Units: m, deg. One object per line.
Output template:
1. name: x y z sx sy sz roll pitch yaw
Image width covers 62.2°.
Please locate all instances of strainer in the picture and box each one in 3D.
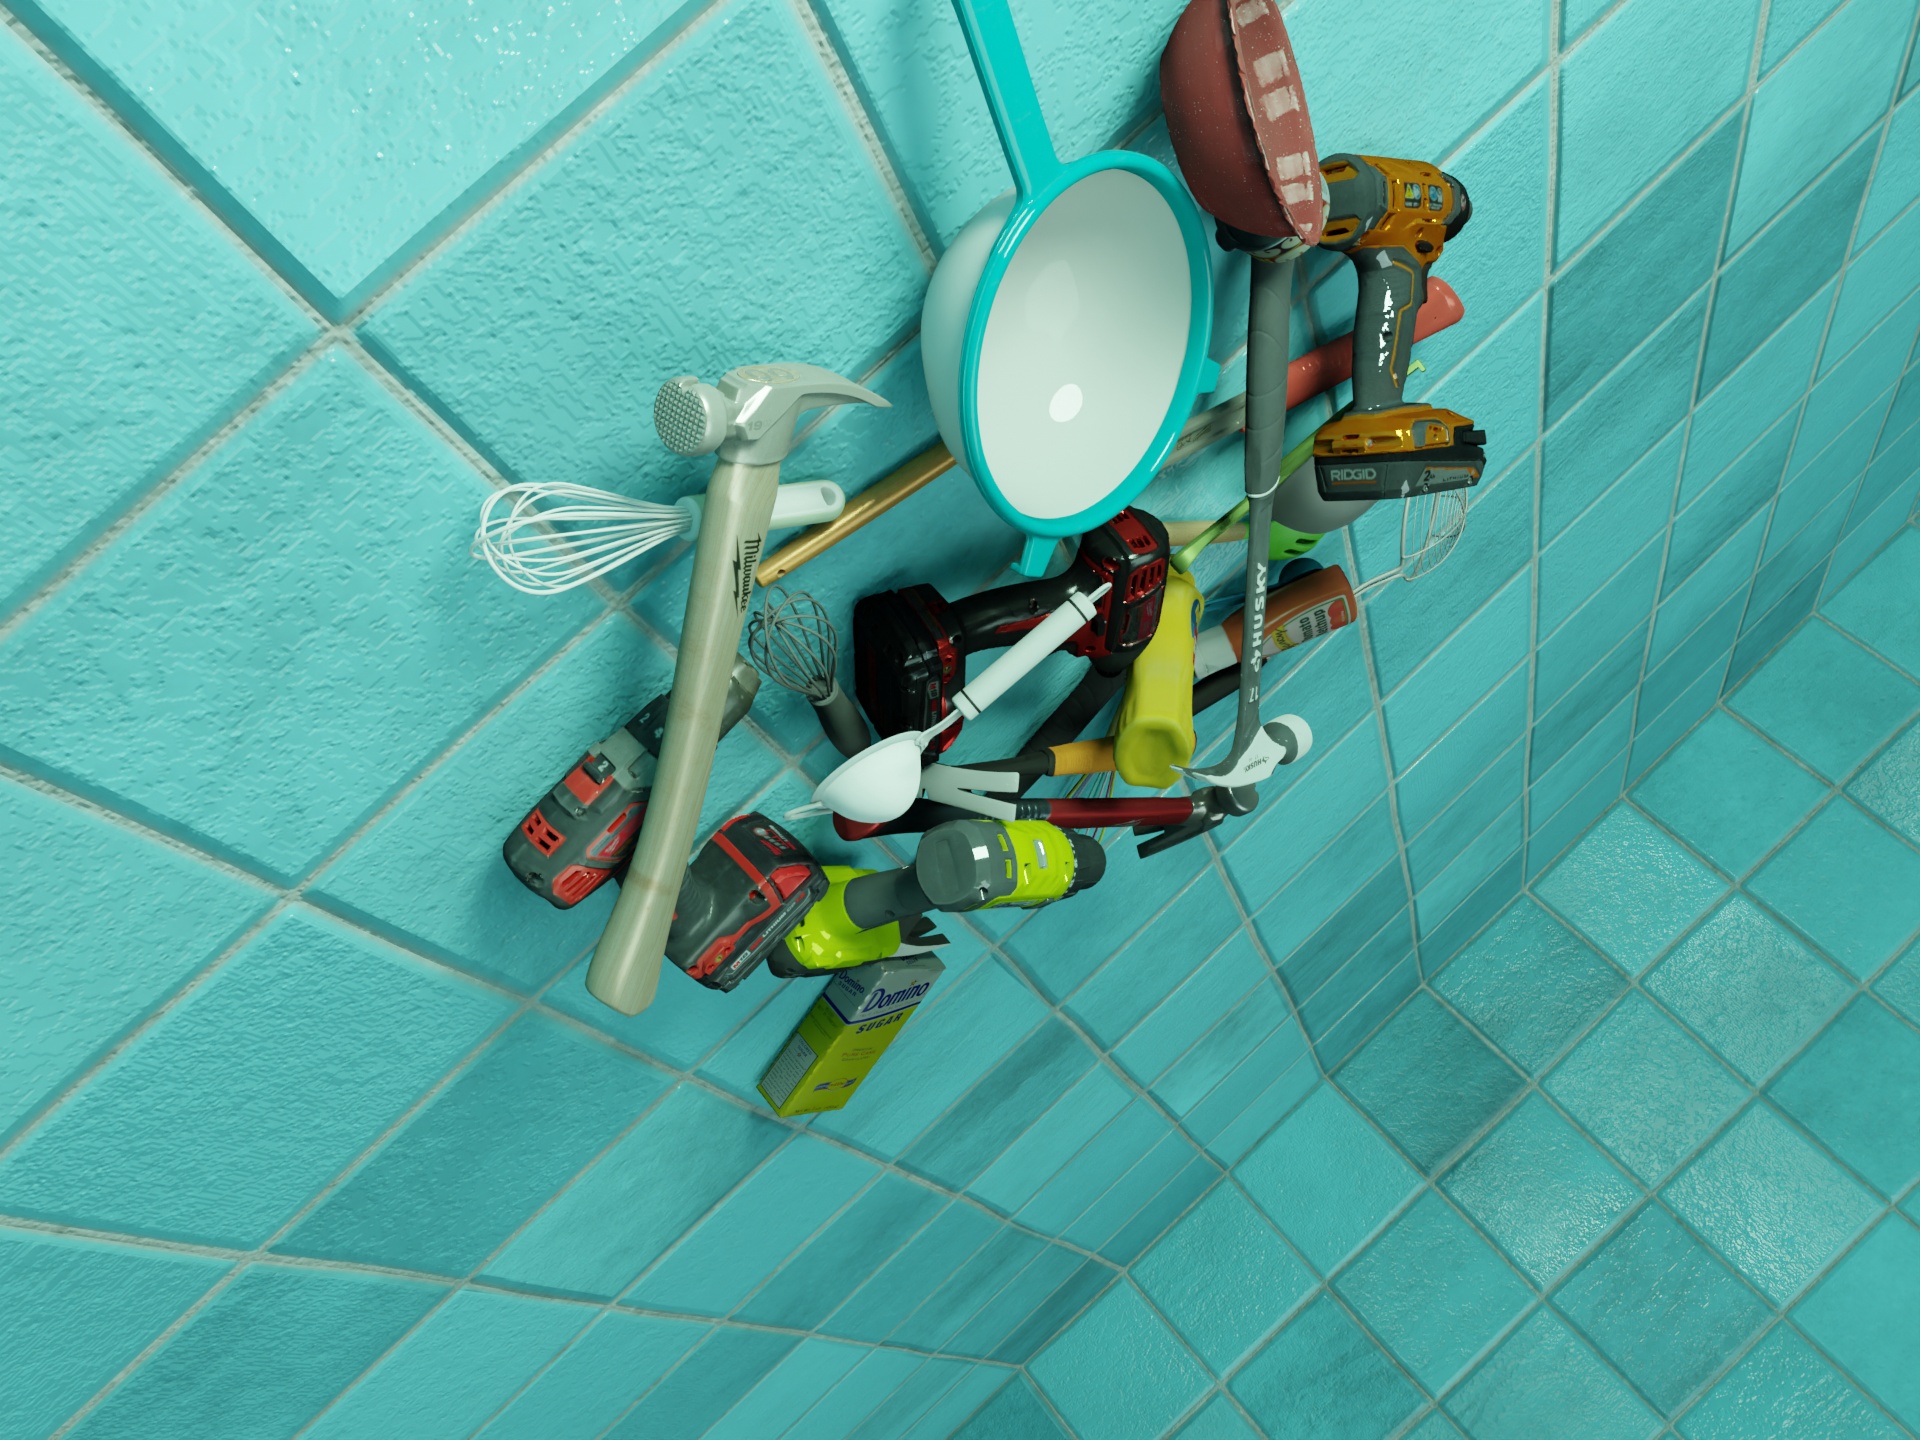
1. strainer: 0.025 -0.257 0.853 0.211 0.095 0.340 -48 138 -21
2. strainer: -0.002 -0.003 1.017 0.258 0.050 0.086 -40 163 1
3. strainer: 0.258 -0.163 1.198 0.256 0.069 0.151 -38 175 -28

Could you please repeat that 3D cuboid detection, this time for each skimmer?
1. skimmer: 0.310 -0.115 1.441 0.363 0.090 0.127 -34 147 2

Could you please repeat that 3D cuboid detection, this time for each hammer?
1. hammer: -0.144 -0.003 0.901 0.146 0.038 0.410 -20 136 -51
2. hammer: 0.034 0.068 1.324 0.335 0.035 0.146 -49 150 8
3. hammer: 0.204 -0.144 1.099 0.149 0.036 0.408 -22 119 -45
4. hammer: 0.243 -0.239 1.180 0.359 0.037 0.149 -30 140 -26
5. hammer: 0.088 0.030 1.220 0.336 0.127 0.034 -7 104 -50
6. hammer: 0.058 0.080 1.271 0.386 0.038 0.143 2 158 -38

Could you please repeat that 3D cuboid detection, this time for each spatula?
1. spatula: 0.010 -0.170 0.984 0.322 0.041 0.080 -35 144 -13

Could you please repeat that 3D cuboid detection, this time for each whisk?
1. whisk: -0.091 -0.022 1.038 0.055 0.055 0.238 -40 158 -7
2. whisk: -0.153 -0.108 0.857 0.059 0.058 0.246 -23 175 43
3. whisk: 0.125 0.036 1.394 0.051 0.047 0.244 -26 143 -51

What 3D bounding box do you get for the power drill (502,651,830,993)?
1. power drill: -0.169 0.067 1.030 0.188 0.080 0.226 -47 147 -7

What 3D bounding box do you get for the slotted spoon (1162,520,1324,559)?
1. slotted spoon: 0.206 -0.149 1.271 0.313 0.031 0.070 -8 143 -44

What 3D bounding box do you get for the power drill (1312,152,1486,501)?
1. power drill: 0.309 -0.273 1.105 0.164 0.084 0.226 -14 104 -41

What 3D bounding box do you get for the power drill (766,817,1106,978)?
1. power drill: -0.019 0.125 1.168 0.228 0.080 0.190 -20 166 32

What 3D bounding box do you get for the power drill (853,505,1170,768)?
1. power drill: 0.041 -0.055 1.095 0.219 0.079 0.143 -22 145 -19

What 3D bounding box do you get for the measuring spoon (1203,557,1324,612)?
1. measuring spoon: 0.252 -0.117 1.367 0.128 0.021 0.042 -16 161 -14
